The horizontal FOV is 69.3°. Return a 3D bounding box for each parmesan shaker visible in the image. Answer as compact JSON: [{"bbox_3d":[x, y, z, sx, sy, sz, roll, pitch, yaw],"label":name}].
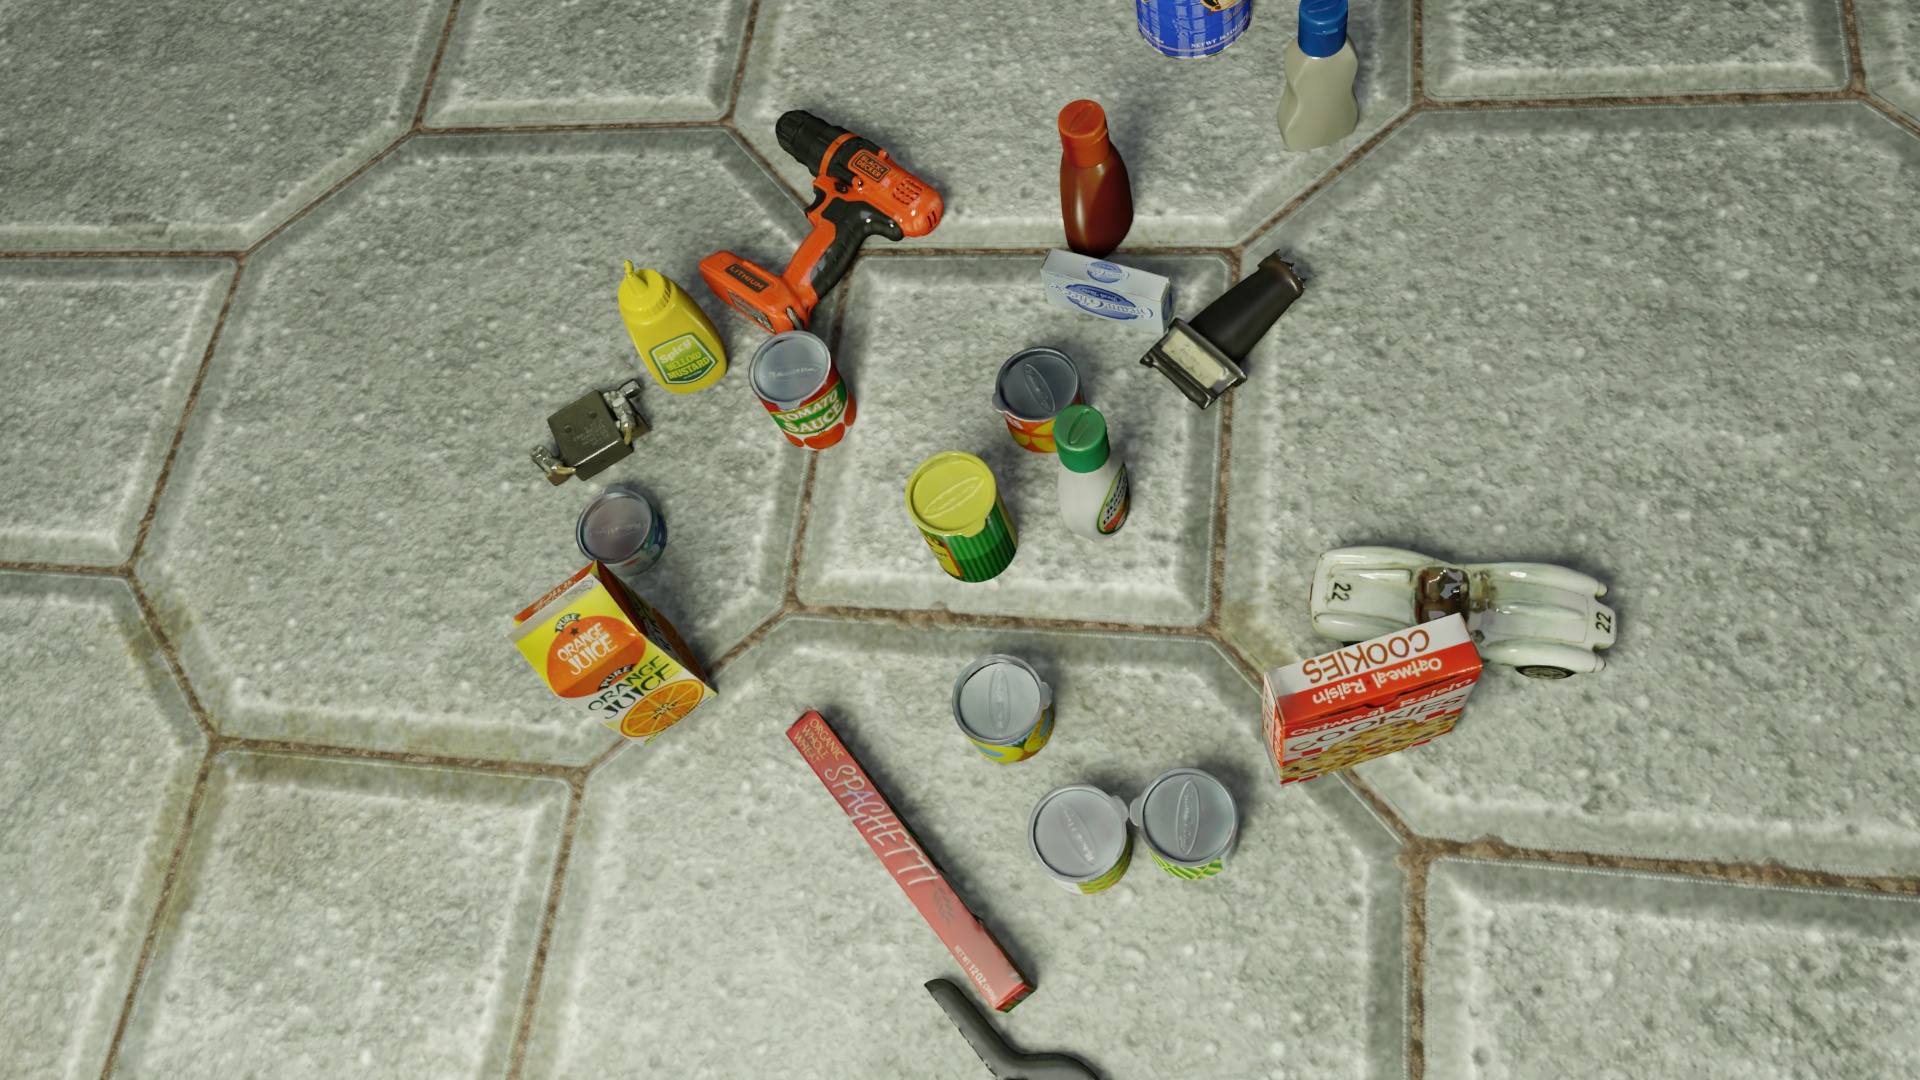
[{"bbox_3d":[0.004,-0.013,1.031,0.071,0.102,0.071,-4,67,10],"label":"parmesan shaker"}]

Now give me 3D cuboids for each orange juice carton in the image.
[{"bbox_3d":[-0.252,0.078,0.996,0.072,0.192,0.073,-35,65,-4],"label":"orange juice carton"}]

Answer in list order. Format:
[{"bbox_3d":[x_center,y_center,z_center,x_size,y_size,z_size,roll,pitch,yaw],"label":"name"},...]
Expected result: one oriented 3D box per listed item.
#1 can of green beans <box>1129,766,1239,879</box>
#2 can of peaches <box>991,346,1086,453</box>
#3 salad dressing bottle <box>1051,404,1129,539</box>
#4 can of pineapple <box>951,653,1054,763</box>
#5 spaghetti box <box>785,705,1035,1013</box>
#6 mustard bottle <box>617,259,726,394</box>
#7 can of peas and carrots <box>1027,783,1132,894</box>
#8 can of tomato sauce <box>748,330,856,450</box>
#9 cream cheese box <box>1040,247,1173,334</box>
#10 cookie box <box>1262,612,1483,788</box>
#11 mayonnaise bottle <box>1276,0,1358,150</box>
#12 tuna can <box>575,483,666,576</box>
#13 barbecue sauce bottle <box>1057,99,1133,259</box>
[{"bbox_3d":[0.155,0.192,0.938,0.071,0.057,0.071,-4,67,10],"label":"can of green beans"},{"bbox_3d":[0.062,-0.108,1.085,0.071,0.058,0.071,-4,67,10],"label":"can of peaches"},{"bbox_3d":[0.093,-0.049,1.003,0.044,0.147,0.064,22,74,20],"label":"salad dressing bottle"},{"bbox_3d":[0.033,0.122,0.993,0.071,0.057,0.071,-4,67,10],"label":"can of pineapple"},{"bbox_3d":[-0.038,0.220,0.970,0.029,0.050,0.251,-39,65,-6],"label":"spaghetti box"},{"bbox_3d":[-0.240,-0.175,1.120,0.065,0.159,0.049,-25,65,1],"label":"mustard bottle"},{"bbox_3d":[0.085,0.203,0.947,0.071,0.058,0.071,-4,67,10],"label":"can of peas and carrots"},{"bbox_3d":[-0.125,-0.117,1.113,0.071,0.083,0.071,-4,67,10],"label":"can of tomato sauce"},{"bbox_3d":[0.118,-0.200,1.115,0.104,0.053,0.024,19,73,18],"label":"cream cheese box"},{"bbox_3d":[0.259,0.107,0.892,0.123,0.167,0.040,-18,65,4],"label":"cookie box"},{"bbox_3d":[0.285,-0.372,1.101,0.065,0.147,0.041,-16,65,5],"label":"mayonnaise bottle"},{"bbox_3d":[-0.274,-0.008,1.126,0.071,0.032,0.071,-4,67,10],"label":"tuna can"},{"bbox_3d":[0.105,-0.287,1.102,0.044,0.148,0.065,33,78,22],"label":"barbecue sauce bottle"}]
